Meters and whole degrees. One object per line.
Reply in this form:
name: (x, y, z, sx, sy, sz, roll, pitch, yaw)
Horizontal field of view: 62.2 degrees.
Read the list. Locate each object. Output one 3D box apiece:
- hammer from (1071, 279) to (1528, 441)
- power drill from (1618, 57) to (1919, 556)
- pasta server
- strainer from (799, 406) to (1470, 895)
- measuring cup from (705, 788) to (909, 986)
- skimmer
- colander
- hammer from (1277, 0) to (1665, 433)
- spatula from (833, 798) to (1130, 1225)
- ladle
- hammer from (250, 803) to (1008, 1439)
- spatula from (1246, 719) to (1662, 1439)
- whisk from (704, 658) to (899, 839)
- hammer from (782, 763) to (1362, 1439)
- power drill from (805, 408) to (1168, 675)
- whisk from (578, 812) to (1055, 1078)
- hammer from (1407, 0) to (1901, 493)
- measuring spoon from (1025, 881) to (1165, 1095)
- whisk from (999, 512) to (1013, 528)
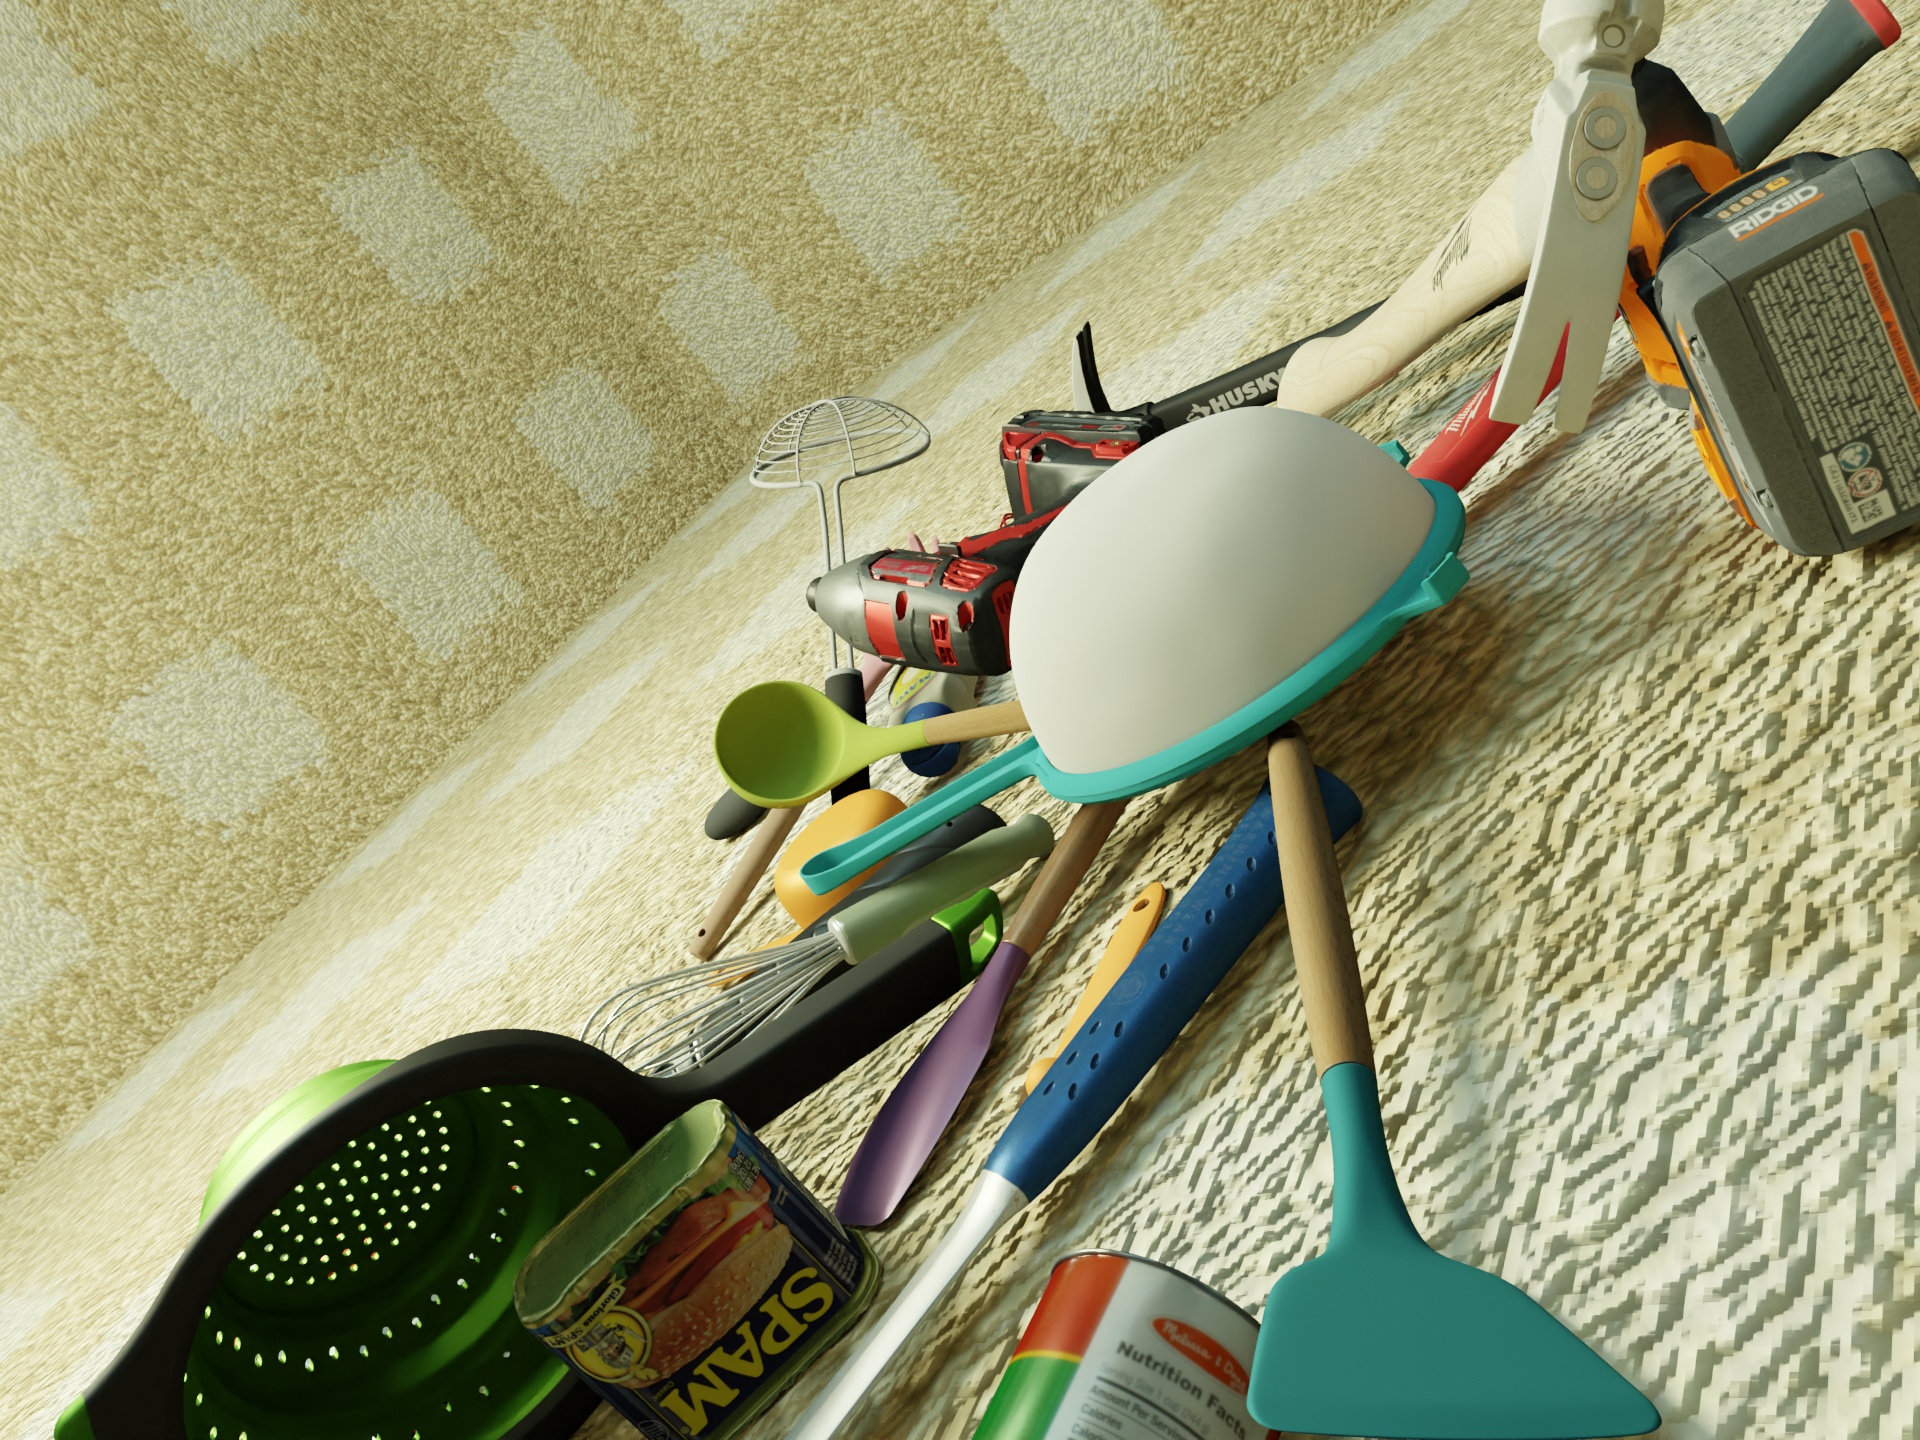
hammer: (0.221, -0.226, 0.948, 0.335, 0.146, 0.035, -20, 22, 29)
power drill: (0.280, -0.170, 0.583, 0.084, 0.164, 0.227, -27, 22, 20)
pasta server: (-0.090, 0.013, 1.024, 0.060, 0.040, 0.316, 11, 62, 41)
strainer: (0.044, -0.035, 0.690, 0.340, 0.095, 0.211, -31, 16, 20)
measuring cup: (-0.091, 0.097, 0.876, 0.173, 0.052, 0.095, -29, 19, 25)
skimmer: (-0.071, -0.068, 1.030, 0.127, 0.090, 0.364, -9, 62, 6)
colander: (-0.151, 0.159, 0.632, 0.397, 0.204, 0.095, -30, 37, -32)
hammer: (0.200, -0.170, 0.716, 0.410, 0.038, 0.146, -166, 85, -89)
spatula: (0.034, 0.081, 0.689, 0.060, 0.018, 0.316, -21, 29, 55)
ladle: (-0.001, -0.003, 0.848, 0.320, 0.062, 0.078, -10, 59, 34)
hammer: (-0.130, 0.170, 0.735, 0.409, 0.036, 0.149, -39, 51, -22)
spatula: (0.111, 0.078, 0.461, 0.082, 0.044, 0.318, -2, 31, 6)
whisk: (-0.078, -0.008, 1.128, 0.284, 0.070, 0.070, -42, 16, 11)
hammer: (0.012, 0.163, 0.519, 0.405, 0.035, 0.144, -47, 18, -23)
power drill: (0.020, -0.101, 0.912, 0.143, 0.078, 0.220, 11, 37, 38)
whisk: (-0.061, 0.106, 0.730, 0.246, 0.059, 0.058, -27, -7, -17)
hammer: (0.300, -0.203, 0.769, 0.386, 0.038, 0.143, -47, 16, -1)
measuring spoon: (0.054, 0.102, 0.625, 0.021, 0.011, 0.117, -22, 24, 46)
whisk: (0.062, -0.075, 0.993, 0.073, 0.073, 0.296, -35, 22, 15)
